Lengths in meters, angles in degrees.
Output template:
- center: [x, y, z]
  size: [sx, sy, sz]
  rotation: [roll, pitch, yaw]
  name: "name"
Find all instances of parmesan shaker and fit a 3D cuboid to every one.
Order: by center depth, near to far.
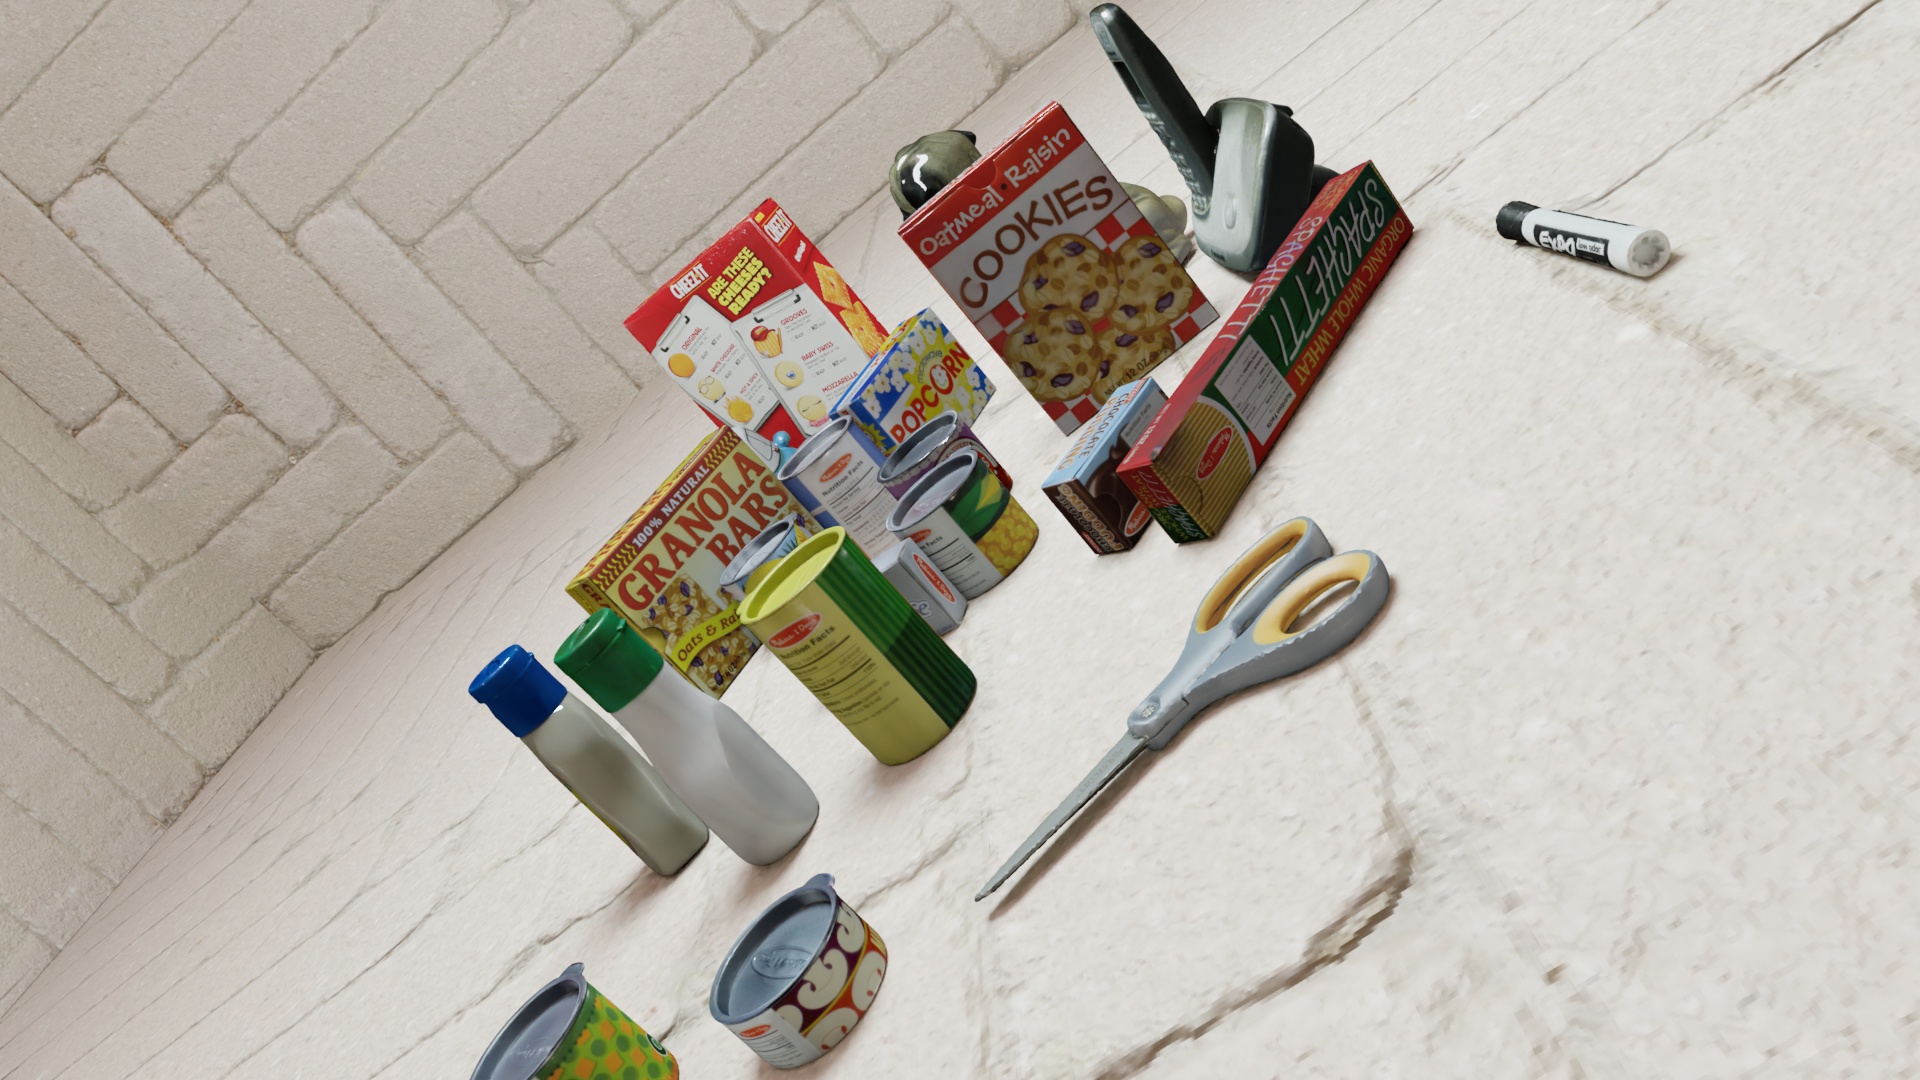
- center: [-0.051, 0.053, 0.682]
  size: [0.071, 0.103, 0.071]
  rotation: [-36, 19, 15]
  name: "parmesan shaker"

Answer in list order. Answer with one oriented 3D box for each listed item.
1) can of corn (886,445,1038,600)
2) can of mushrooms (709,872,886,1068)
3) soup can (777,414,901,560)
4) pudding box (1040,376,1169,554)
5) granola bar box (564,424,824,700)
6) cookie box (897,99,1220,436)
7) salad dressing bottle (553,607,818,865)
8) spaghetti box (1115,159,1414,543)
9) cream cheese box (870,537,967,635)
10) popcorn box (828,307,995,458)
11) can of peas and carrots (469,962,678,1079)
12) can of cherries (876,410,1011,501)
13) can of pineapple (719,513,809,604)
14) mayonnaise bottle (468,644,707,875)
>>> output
- center: [0.003, -0.010, 0.791]
  size: [0.071, 0.058, 0.071]
  rotation: [-36, 19, 15]
  name: "can of corn"
- center: [-0.063, 0.170, 0.550]
  size: [0.071, 0.033, 0.071]
  rotation: [-36, 19, 15]
  name: "can of mushrooms"
- center: [-0.075, -0.035, 0.961]
  size: [0.071, 0.083, 0.071]
  rotation: [-36, 19, 15]
  name: "soup can"
- center: [0.084, -0.039, 0.710]
  size: [0.030, 0.049, 0.084]
  rotation: [-15, 32, 54]
  name: "pudding box"
- center: [-0.178, 0.017, 0.982]
  size: [0.039, 0.124, 0.166]
  rotation: [-20, 28, 48]
  name: "granola bar box"
- center: [0.061, -0.167, 0.861]
  size: [0.123, 0.167, 0.040]
  rotation: [-38, 18, 9]
  name: "cookie box"
- center: [-0.133, 0.096, 0.679]
  size: [0.044, 0.147, 0.064]
  rotation: [-37, 18, 12]
  name: "salad dressing bottle"
- center: [0.160, -0.101, 0.699]
  size: [0.028, 0.050, 0.251]
  rotation: [-14, 32, 54]
  name: "spaghetti box"
- center: [-0.052, 0.045, 0.783]
  size: [0.103, 0.053, 0.024]
  rotation: [-30, 21, 29]
  name: "cream cheese box"
- center: [-0.034, -0.104, 1.034]
  size: [0.038, 0.085, 0.127]
  rotation: [-24, 25, 43]
  name: "popcorn box"
- center: [-0.160, 0.224, 0.581]
  size: [0.071, 0.058, 0.071]
  rotation: [-36, 19, 15]
  name: "can of peas and carrots"
- center: [-0.009, -0.039, 0.880]
  size: [0.071, 0.058, 0.072]
  rotation: [-36, 19, 15]
  name: "can of cherries"
- center: [-0.120, 0.026, 0.953]
  size: [0.071, 0.057, 0.071]
  rotation: [-36, 19, 15]
  name: "can of pineapple"
- center: [-0.203, 0.120, 0.761]
  size: [0.041, 0.148, 0.065]
  rotation: [-46, 19, -14]
  name: "mayonnaise bottle"
